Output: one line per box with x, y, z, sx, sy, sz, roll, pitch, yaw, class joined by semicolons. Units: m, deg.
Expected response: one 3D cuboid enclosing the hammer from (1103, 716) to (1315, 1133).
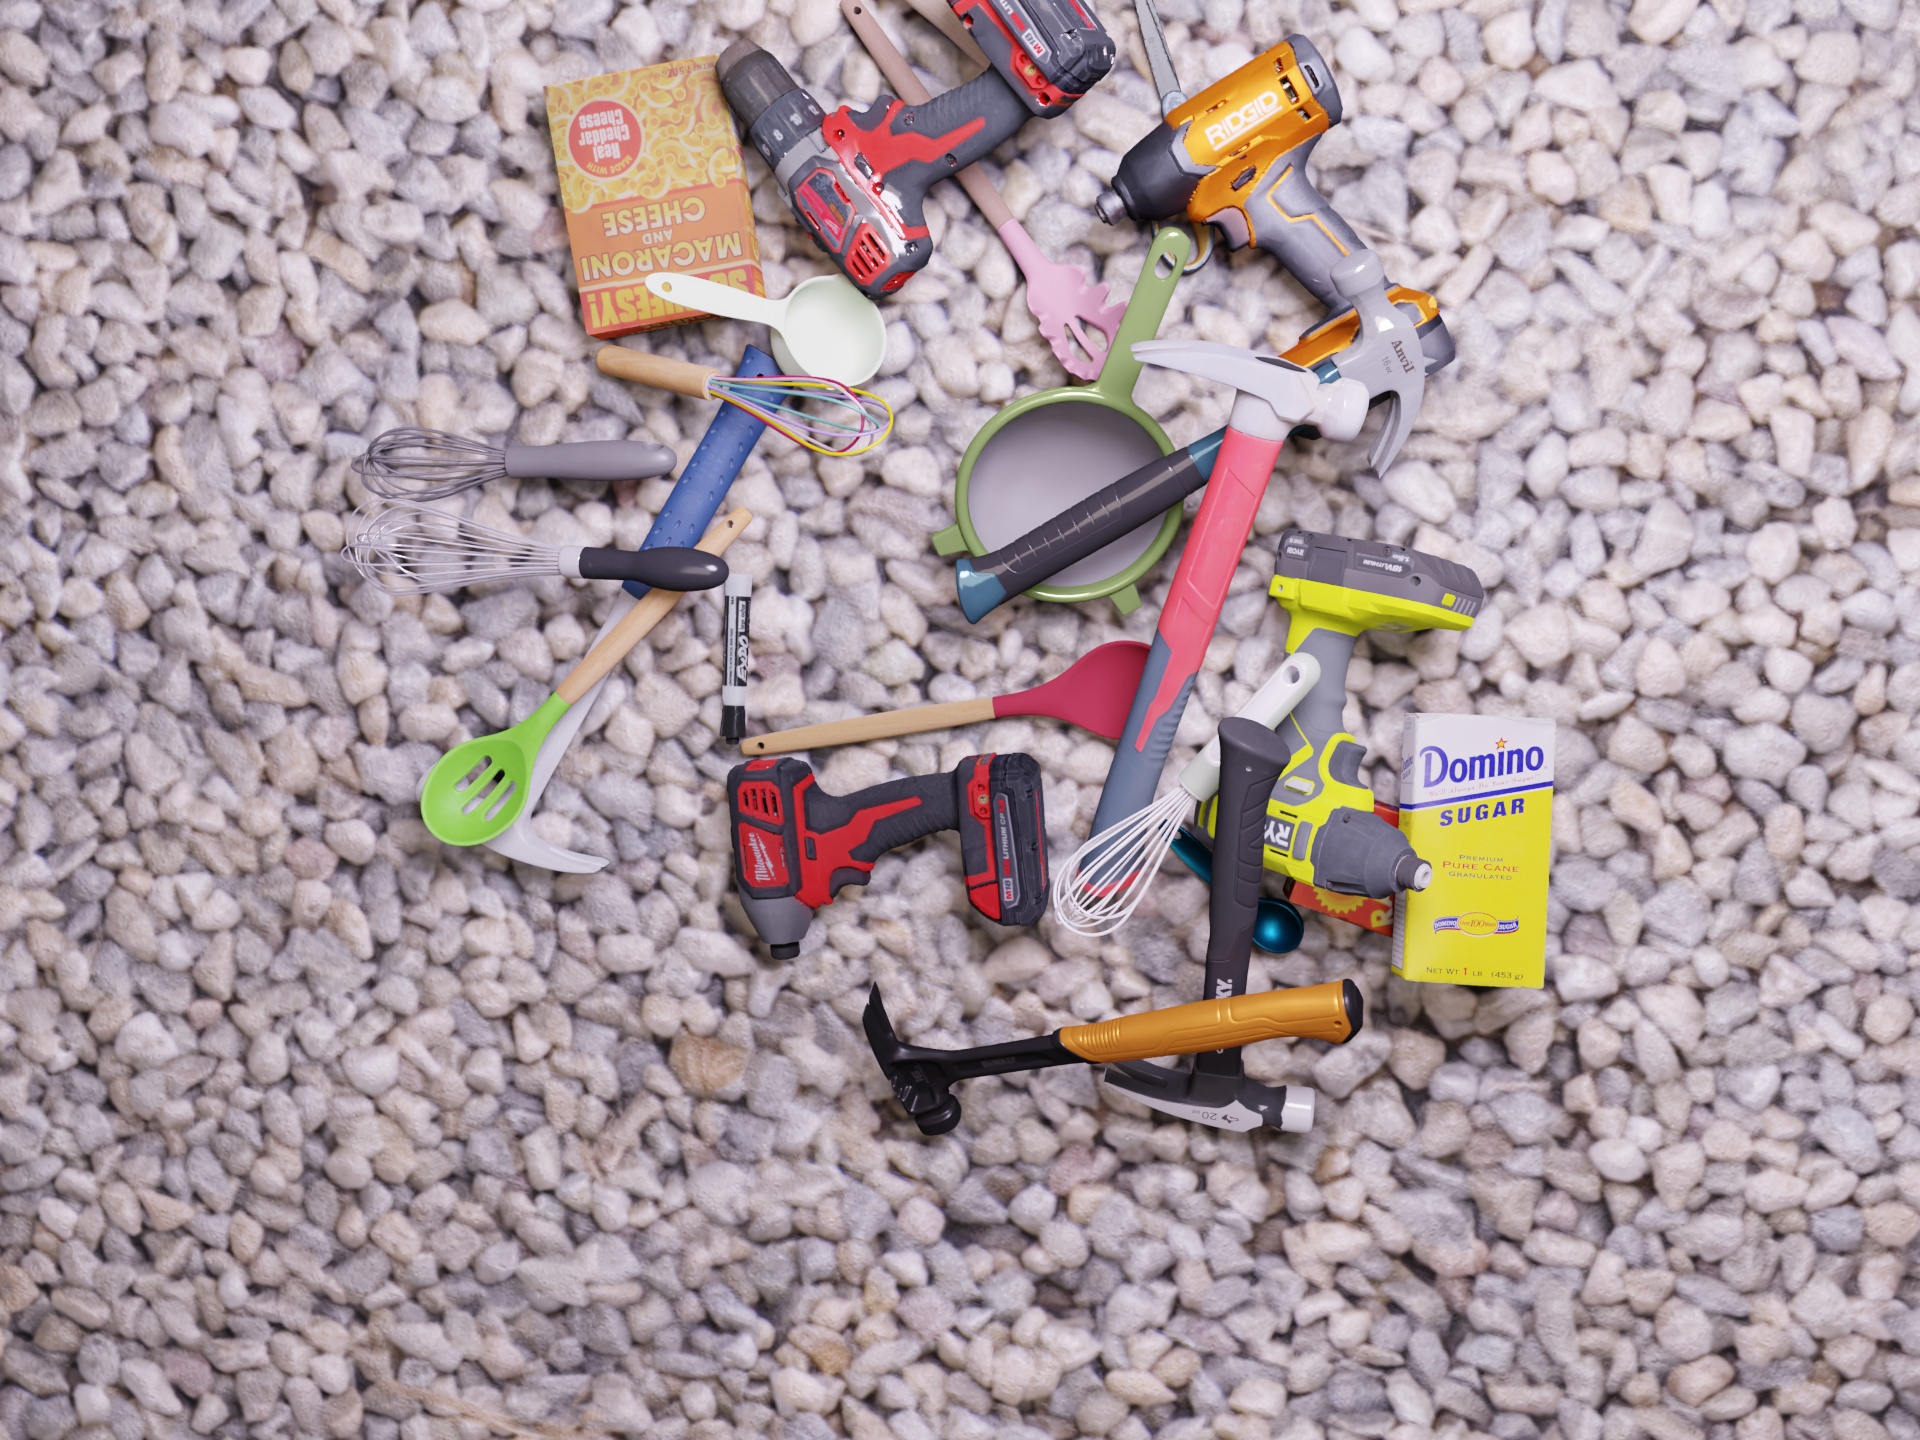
0.172;0.142;1.044;0.146;0.035;0.334;6;125;12;hammer

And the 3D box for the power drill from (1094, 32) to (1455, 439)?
0.200;-0.298;1.027;0.164;0.084;0.226;-29;99;9;power drill

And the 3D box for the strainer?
0.088;-0.203;1.040;0.151;0.069;0.256;17;117;-10;strainer

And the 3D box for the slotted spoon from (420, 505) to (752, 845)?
-0.255;-0.032;1.100;0.314;0.031;0.070;-45;83;7;slotted spoon

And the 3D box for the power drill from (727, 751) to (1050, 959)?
-0.051;0.093;1.111;0.219;0.078;0.143;-4;97;8;power drill

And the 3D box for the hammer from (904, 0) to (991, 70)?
-0.115;-0.549;1.046;0.410;0.038;0.146;29;95;3;hammer

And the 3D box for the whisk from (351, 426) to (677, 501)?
-0.310;-0.179;1.101;0.239;0.055;0.055;1;97;12;whisk

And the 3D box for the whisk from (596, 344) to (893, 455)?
-0.150;-0.216;1.055;0.245;0.051;0.047;19;95;27;whisk

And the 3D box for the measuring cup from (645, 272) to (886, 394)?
-0.132;-0.264;1.057;0.167;0.038;0.083;10;79;-25;measuring cup

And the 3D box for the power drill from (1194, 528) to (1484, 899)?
0.252;-0.002;1.035;0.080;0.171;0.223;9;97;-41;power drill

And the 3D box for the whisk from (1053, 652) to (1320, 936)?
0.145;0.049;1.036;0.246;0.059;0.058;-49;61;17;whisk

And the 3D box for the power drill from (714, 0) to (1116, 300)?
-0.037;-0.405;1.010;0.226;0.080;0.188;-36;95;30;power drill

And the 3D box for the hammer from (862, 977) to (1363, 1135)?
0.099;0.209;1.067;0.337;0.034;0.127;-13;120;22;hammer

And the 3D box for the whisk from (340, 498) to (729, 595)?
-0.292;-0.109;1.085;0.284;0.070;0.070;6;98;12;whisk

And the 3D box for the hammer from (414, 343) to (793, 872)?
-0.229;-0.075;1.124;0.144;0.035;0.405;32;98;1;hammer

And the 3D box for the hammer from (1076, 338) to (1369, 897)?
0.126;-0.051;1.026;0.143;0.038;0.386;13;119;-6;hammer

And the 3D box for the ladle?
-0.002;-0.004;1.118;0.315;0.031;0.069;-9;93;8;ladle

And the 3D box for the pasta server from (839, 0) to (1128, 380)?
0.016;-0.358;1.068;0.060;0.040;0.316;-36;92;-4;pasta server

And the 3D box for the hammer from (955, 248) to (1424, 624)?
0.137;-0.157;1.008;0.331;0.033;0.128;-28;116;15;hammer

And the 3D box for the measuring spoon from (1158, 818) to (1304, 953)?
0.191;0.111;1.121;0.128;0.021;0.042;43;128;7;measuring spoon
